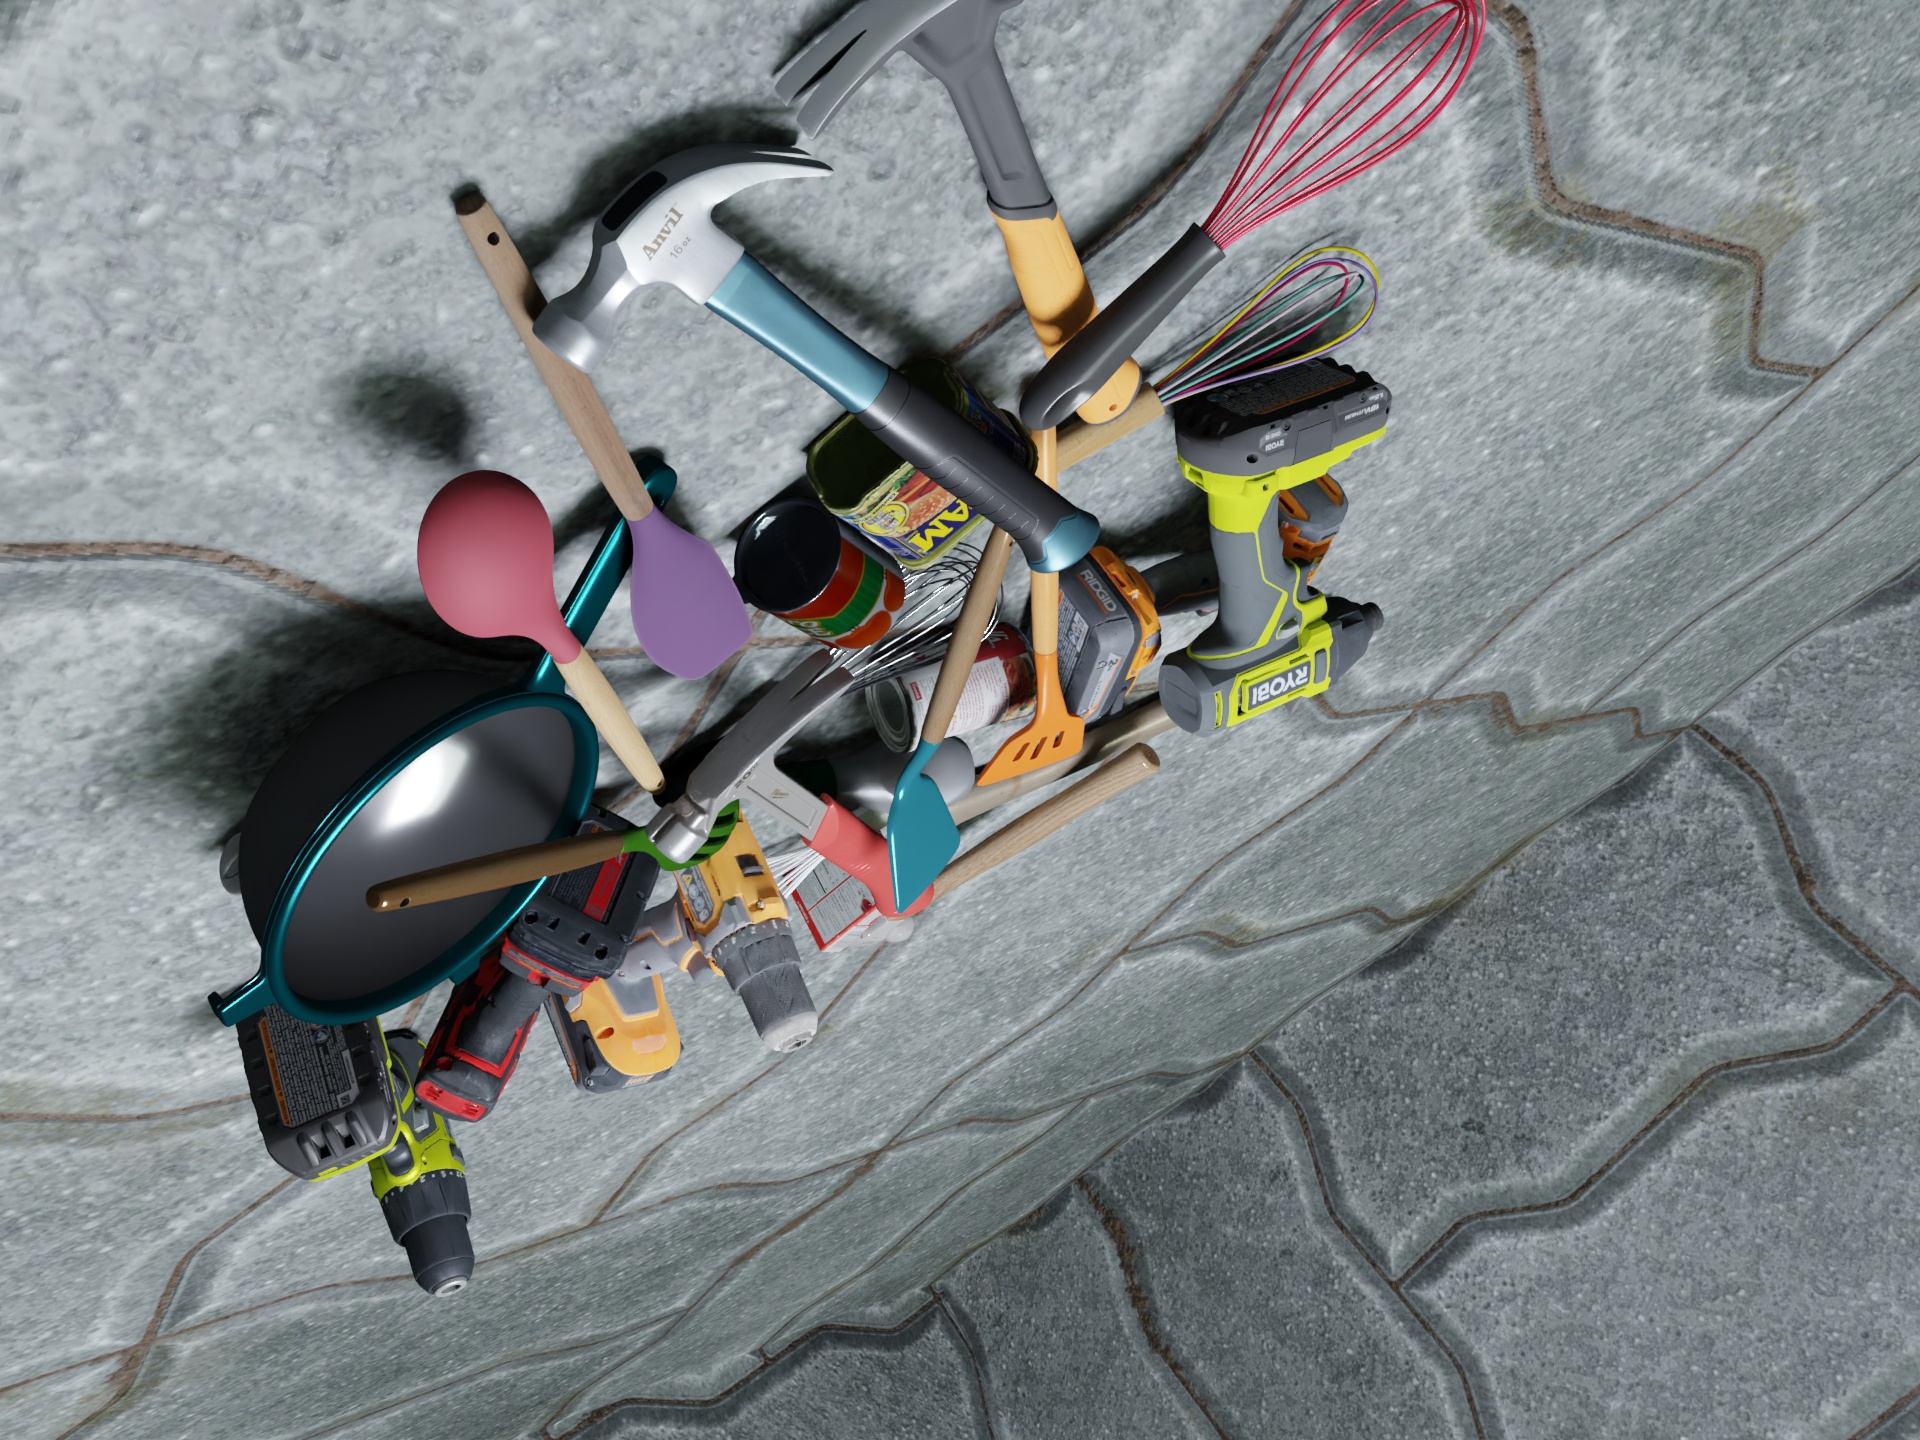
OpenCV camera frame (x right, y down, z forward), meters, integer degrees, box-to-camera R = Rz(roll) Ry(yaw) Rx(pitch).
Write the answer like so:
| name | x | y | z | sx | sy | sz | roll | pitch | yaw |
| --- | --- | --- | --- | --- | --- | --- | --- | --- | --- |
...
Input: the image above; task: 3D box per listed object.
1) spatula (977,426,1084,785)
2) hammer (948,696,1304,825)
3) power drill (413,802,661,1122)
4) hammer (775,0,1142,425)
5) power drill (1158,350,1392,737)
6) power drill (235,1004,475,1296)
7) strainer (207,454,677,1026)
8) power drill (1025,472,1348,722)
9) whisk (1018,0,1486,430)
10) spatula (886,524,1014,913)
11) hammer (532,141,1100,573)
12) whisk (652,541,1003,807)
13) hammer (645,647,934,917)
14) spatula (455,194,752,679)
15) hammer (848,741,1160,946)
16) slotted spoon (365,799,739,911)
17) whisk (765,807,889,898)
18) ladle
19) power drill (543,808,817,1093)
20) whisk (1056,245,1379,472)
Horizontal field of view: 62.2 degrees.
| name | x | y | z | sx | sy | sz | roll | pitch | yaw |
| --- | --- | --- | --- | --- | --- | --- | --- | --- | --- |
| spatula | 0.048 | -0.069 | 0.998 | 0.081 | 0.041 | 0.322 | -18 | 135 | -15 |
| hammer | 0.134 | 0.017 | 1.350 | 0.410 | 0.038 | 0.146 | -23 | 156 | -16 |
| power drill | -0.281 | 0.155 | 1.046 | 0.078 | 0.143 | 0.219 | 30 | 127 | -15 |
| hammer | 0.029 | -0.229 | 0.766 | 0.127 | 0.034 | 0.336 | -35 | 156 | 4 |
| power drill | 0.209 | -0.113 | 1.024 | 0.171 | 0.080 | 0.223 | -22 | 127 | -23 |
| power drill | -0.395 | 0.278 | 1.078 | 0.080 | 0.191 | 0.228 | -22 | 150 | -11 |
| strainer | -0.264 | -0.005 | 0.823 | 0.340 | 0.095 | 0.211 | -58 | 162 | 9 |
| power drill | 0.160 | -0.083 | 1.138 | 0.226 | 0.084 | 0.164 | -25 | 155 | -22 |
| whisk | 0.136 | -0.251 | 0.781 | 0.296 | 0.073 | 0.073 | -43 | 153 | 15 |
| spatula | -0.002 | -0.003 | 0.986 | 0.082 | 0.044 | 0.317 | -46 | 163 | -41 |
| hammer | -0.036 | -0.149 | 0.749 | 0.128 | 0.033 | 0.330 | -52 | 138 | 8 |
| whisk | -0.090 | -0.021 | 1.011 | 0.284 | 0.070 | 0.070 | -34 | 156 | 18 |
| hammer | -0.077 | 0.069 | 1.066 | 0.149 | 0.037 | 0.358 | -45 | 156 | -1 |
| spatula | -0.161 | -0.113 | 0.740 | 0.060 | 0.018 | 0.315 | -39 | 148 | -14 |
| hammer | 0.026 | 0.111 | 1.351 | 0.331 | 0.031 | 0.130 | -33 | 162 | 24 |
| slotted spoon | -0.214 | 0.075 | 0.902 | 0.070 | 0.031 | 0.313 | -60 | 160 | 17 |
| whisk | -0.111 | 0.100 | 1.230 | 0.246 | 0.059 | 0.058 | -33 | -168 | -4 |
| ladle | -0.189 | -0.023 | 0.786 | 0.069 | 0.031 | 0.315 | -60 | 165 | -19 |
| power drill | -0.196 | 0.184 | 1.124 | 0.084 | 0.185 | 0.226 | -1 | 145 | -50 |
| whisk | 0.132 | -0.204 | 0.933 | 0.245 | 0.051 | 0.047 | -29 | 132 | 6 |
